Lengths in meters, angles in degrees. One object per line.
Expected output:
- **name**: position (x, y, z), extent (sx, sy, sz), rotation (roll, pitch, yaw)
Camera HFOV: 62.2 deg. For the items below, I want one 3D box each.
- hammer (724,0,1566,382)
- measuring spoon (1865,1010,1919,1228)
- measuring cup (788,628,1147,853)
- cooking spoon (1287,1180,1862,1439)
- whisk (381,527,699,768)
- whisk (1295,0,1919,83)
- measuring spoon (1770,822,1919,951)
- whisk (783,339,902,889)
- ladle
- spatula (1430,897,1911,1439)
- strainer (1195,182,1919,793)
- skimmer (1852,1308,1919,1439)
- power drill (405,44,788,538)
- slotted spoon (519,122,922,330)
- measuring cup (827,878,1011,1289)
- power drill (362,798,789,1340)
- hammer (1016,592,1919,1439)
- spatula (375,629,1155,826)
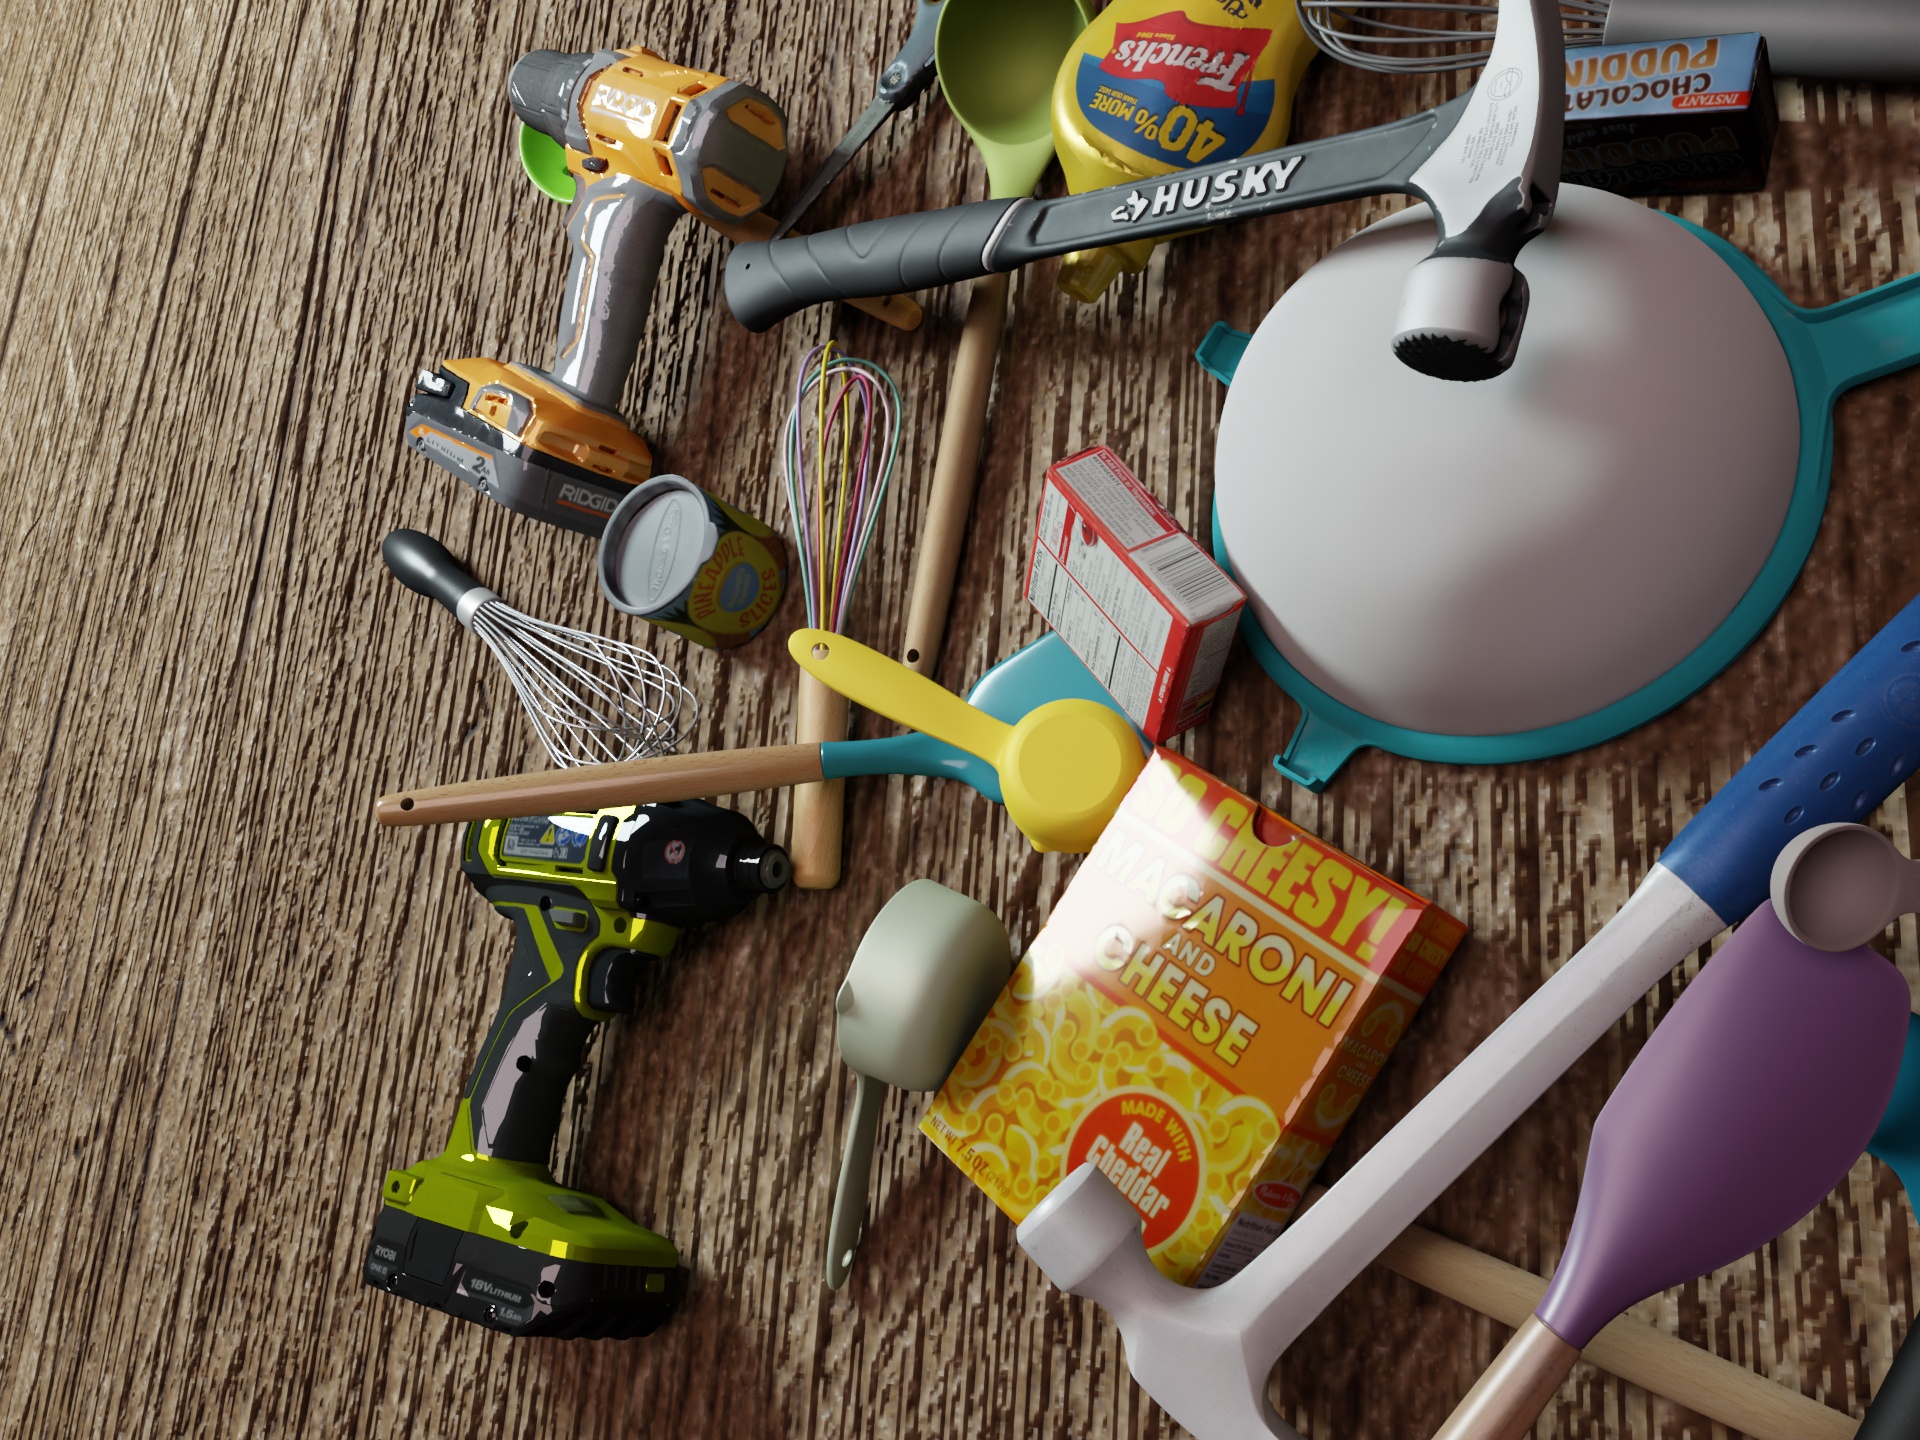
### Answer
- **hammer**: position (0.034, -0.191, 0.600), extent (0.409, 0.036, 0.149), rotation (8, 81, 48)
- **measuring spoon**: position (0.271, 0.138, 0.431), extent (0.042, 0.021, 0.129), rotation (-28, 62, 23)
- **measuring cup**: position (-0.001, -0.002, 0.607), extent (0.156, 0.029, 0.062), rotation (26, 79, 13)
- **cooking spoon**: position (0.224, 0.192, 0.448), extent (0.319, 0.017, 0.069), rotation (17, 95, 35)
- **whisk**: position (-0.222, -0.041, 0.790), extent (0.285, 0.070, 0.070), rotation (32, 94, 41)
- **whisk**: position (0.229, -0.246, 0.552), extent (0.239, 0.055, 0.055), rotation (17, 85, 25)
- **measuring spoon**: position (0.270, 0.042, 0.426), extent (0.018, 0.124, 0.034), rotation (-137, 47, -75)
- **whisk**: position (-0.056, -0.049, 0.695), extent (0.047, 0.051, 0.245), rotation (154, 119, -67)
- **ladle**: position (0.004, -0.171, 0.681), extent (0.078, 0.062, 0.320), rotation (7, 82, 28)
- **spatula**: position (0.147, 0.186, 0.427), extent (0.060, 0.018, 0.316), rotation (37, 91, 10)
- **strainer**: position (0.220, -0.115, 0.498), extent (0.340, 0.095, 0.211), rotation (-19, 66, 29)
- **skimmer**: position (0.307, 0.056, 0.379), extent (0.127, 0.090, 0.363), rotation (30, 89, 15)
- **power drill**: position (-0.196, -0.225, 0.796), extent (0.185, 0.084, 0.226), rotation (31, 100, 35)
- **slotted spoon**: position (-0.127, -0.259, 0.811), extent (0.314, 0.031, 0.070), rotation (36, 96, 33)
- **measuring cup**: position (-0.019, 0.144, 0.600), extent (0.038, 0.083, 0.167), rotation (16, 100, 25)
- **power drill**: position (-0.161, 0.138, 0.680), extent (0.171, 0.080, 0.223), rotation (1, 73, 34)
- **hammer**: position (0.206, 0.062, 0.457), extent (0.405, 0.035, 0.144), rotation (-45, 77, 4)
- **spatula**: position (-0.083, 0.014, 0.642), extent (0.317, 0.044, 0.082), rotation (-7, 70, 1)
